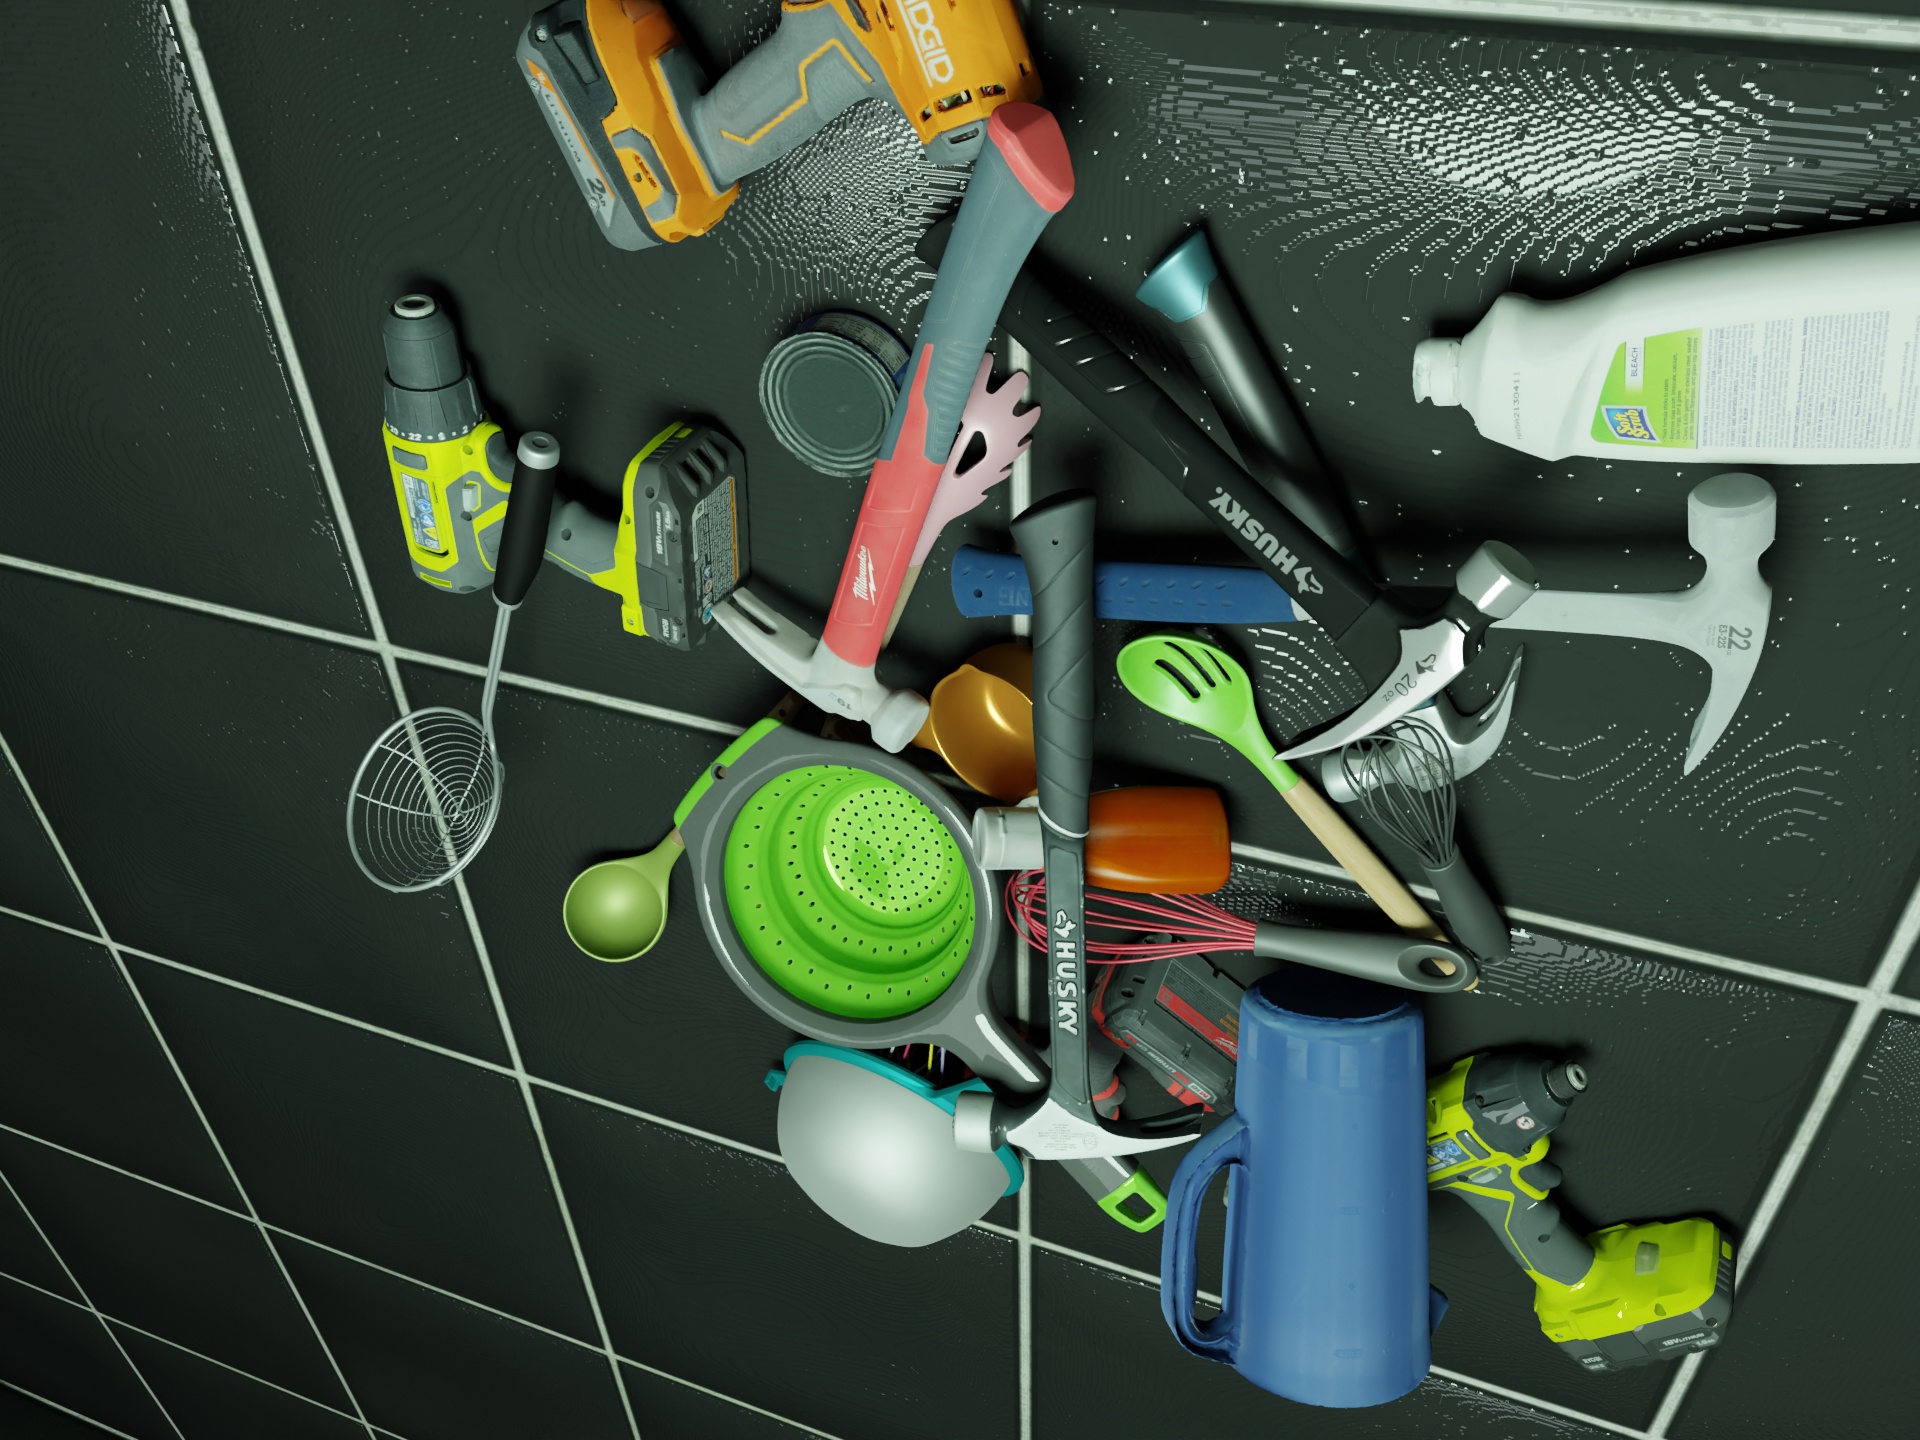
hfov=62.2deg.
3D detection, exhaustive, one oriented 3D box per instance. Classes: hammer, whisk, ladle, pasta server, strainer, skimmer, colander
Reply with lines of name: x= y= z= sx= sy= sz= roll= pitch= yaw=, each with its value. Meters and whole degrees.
hammer: x=-0.037 y=-0.144 z=0.818 sx=0.143 sy=0.038 sz=0.386 roll=36 pitch=138 yaw=11
whisk: x=0.266 y=0.072 z=0.875 sx=0.055 sy=0.055 sz=0.238 roll=-8 pitch=141 yaw=31
whisk: x=0.164 y=0.129 z=0.980 sx=0.296 sy=0.073 sz=0.073 roll=7 pitch=130 yaw=22
ladle: x=-0.196 y=0.077 z=1.133 sx=0.078 sy=0.062 sz=0.320 roll=43 pitch=131 yaw=-2
pasta server: x=-0.033 y=-0.083 z=0.940 sx=0.060 sy=0.040 sz=0.316 roll=30 pitch=138 yaw=1
hammer: x=0.182 y=-0.097 z=0.813 sx=0.128 sy=0.033 sz=0.330 roll=-17 pitch=118 yaw=37
hammer: x=0.179 y=-0.056 z=0.797 sx=0.406 sy=0.035 sz=0.144 roll=6 pitch=130 yaw=30
strainer: x=-0.041 y=0.320 z=1.166 sx=0.211 sy=0.095 sz=0.340 roll=35 pitch=152 yaw=-7
skimmer: x=-0.315 y=-0.031 z=0.980 sx=0.127 sy=0.090 sz=0.363 roll=57 pitch=141 yaw=27
whisk: x=-0.023 y=0.184 z=1.147 sx=0.051 sy=0.047 sz=0.244 roll=13 pitch=128 yaw=4
colander: x=-0.004 y=0.158 z=1.020 sx=0.397 sy=0.094 sz=0.204 roll=46 pitch=114 yaw=1
hammer: x=0.101 y=-0.126 z=0.761 sx=0.335 sy=0.035 sz=0.146 roll=45 pitch=127 yaw=11
hammer: x=0.062 y=0.073 z=0.876 sx=0.149 sy=0.036 sz=0.408 roll=2 pitch=114 yaw=11

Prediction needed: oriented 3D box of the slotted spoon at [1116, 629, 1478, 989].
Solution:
slotted spoon: x=0.207 y=0.054 z=0.931 sx=0.313 sy=0.031 sz=0.070 roll=45 pitch=138 yaw=-16

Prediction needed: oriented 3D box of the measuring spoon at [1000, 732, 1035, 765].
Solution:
measuring spoon: x=-0.004 y=0.012 z=1.006 sx=0.124 sy=0.018 sz=0.034 roll=19 pitch=133 yaw=12

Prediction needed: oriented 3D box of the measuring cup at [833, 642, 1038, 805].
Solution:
measuring cup: x=-0.002 y=-0.003 z=0.973 sx=0.174 sy=0.052 sz=0.095 roll=1 pitch=120 yaw=40

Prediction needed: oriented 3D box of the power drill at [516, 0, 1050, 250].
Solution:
power drill: x=-0.087 y=-0.320 z=0.733 sx=0.226 sy=0.084 sz=0.164 roll=-8 pitch=122 yaw=27

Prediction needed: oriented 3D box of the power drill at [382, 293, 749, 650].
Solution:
power drill: x=-0.247 y=-0.146 z=0.960 sx=0.228 sy=0.080 sz=0.190 roll=19 pitch=133 yaw=16

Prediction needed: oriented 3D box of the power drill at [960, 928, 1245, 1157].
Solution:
power drill: x=0.108 y=0.245 z=1.108 sx=0.143 sy=0.079 sz=0.219 roll=39 pitch=137 yaw=-7

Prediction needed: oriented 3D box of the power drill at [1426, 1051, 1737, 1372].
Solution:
power drill: x=0.383 y=0.309 z=1.022 sx=0.223 sy=0.080 sz=0.171 roll=43 pitch=134 yaw=-7
